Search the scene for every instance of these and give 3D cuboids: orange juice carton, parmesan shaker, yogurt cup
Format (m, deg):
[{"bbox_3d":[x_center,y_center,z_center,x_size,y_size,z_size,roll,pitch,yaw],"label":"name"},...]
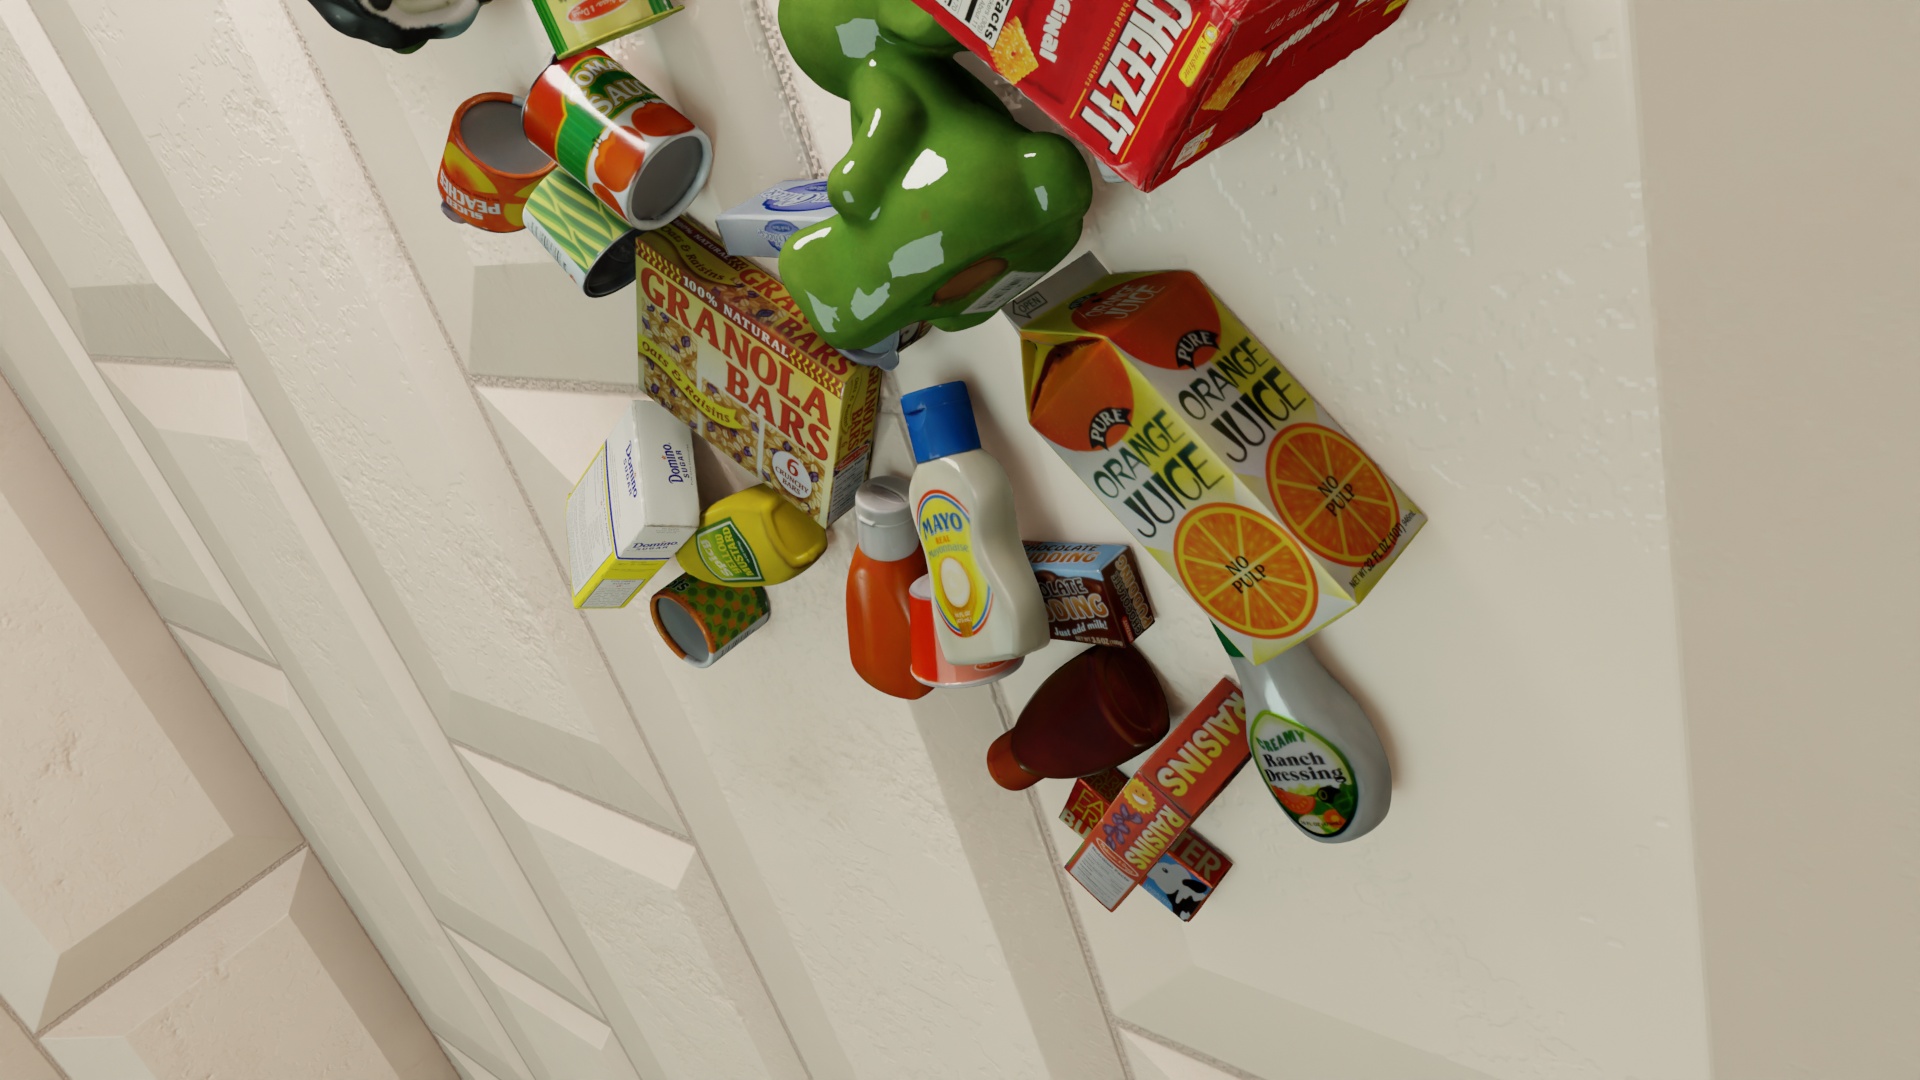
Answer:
[{"bbox_3d":[0.102,-0.046,0.612,0.193,0.072,0.072,47,143,4],"label":"orange juice carton"},{"bbox_3d":[-0.194,-0.308,0.706,0.071,0.071,0.102,1,120,46],"label":"parmesan shaker"},{"bbox_3d":[0.001,0.048,0.807,0.072,0.073,0.053,8,114,42],"label":"yogurt cup"}]

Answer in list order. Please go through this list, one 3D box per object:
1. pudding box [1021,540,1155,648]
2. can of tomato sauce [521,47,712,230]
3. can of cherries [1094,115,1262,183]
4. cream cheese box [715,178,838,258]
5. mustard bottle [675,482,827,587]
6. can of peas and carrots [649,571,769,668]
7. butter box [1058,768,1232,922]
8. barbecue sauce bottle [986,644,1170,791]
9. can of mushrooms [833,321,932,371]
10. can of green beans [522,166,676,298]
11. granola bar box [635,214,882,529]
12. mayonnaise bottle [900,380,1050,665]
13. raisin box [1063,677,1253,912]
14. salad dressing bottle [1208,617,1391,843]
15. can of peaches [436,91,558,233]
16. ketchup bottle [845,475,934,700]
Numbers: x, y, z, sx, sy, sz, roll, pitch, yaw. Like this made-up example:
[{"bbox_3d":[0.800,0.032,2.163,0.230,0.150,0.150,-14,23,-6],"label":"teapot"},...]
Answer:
[{"bbox_3d":[0.060,0.027,0.756,0.083,0.030,0.049,3,121,45],"label":"pudding box"},{"bbox_3d":[-0.189,-0.224,0.769,0.083,0.071,0.070,40,142,13],"label":"can of tomato sauce"},{"bbox_3d":[0.078,-0.178,0.531,0.071,0.072,0.058,-3,119,47],"label":"can of cherries"},{"bbox_3d":[-0.071,-0.164,0.707,0.104,0.053,0.024,12,131,40],"label":"cream cheese box"},{"bbox_3d":[-0.154,0.002,0.942,0.160,0.049,0.065,-12,108,50],"label":"mustard bottle"},{"bbox_3d":[-0.183,0.048,1.005,0.071,0.059,0.070,27,137,28],"label":"can of peas and carrots"},{"bbox_3d":[0.110,0.181,0.841,0.103,0.024,0.052,38,143,16],"label":"butter box"},{"bbox_3d":[0.062,0.111,0.813,0.065,0.044,0.148,64,147,13],"label":"barbecue sauce bottle"},{"bbox_3d":[-0.046,-0.126,0.731,0.071,0.033,0.070,27,137,28],"label":"can of mushrooms"},{"bbox_3d":[-0.216,-0.188,0.829,0.058,0.071,0.071,48,144,4],"label":"can of green beans"},{"bbox_3d":[-0.123,-0.101,0.829,0.166,0.039,0.123,36,142,19],"label":"granola bar box"},{"bbox_3d":[0.003,-0.009,0.741,0.064,0.041,0.148,-13,93,46],"label":"mayonnaise bottle"},{"bbox_3d":[0.112,0.139,0.751,0.040,0.086,0.122,41,143,15],"label":"raisin box"},{"bbox_3d":[0.161,0.077,0.681,0.064,0.044,0.147,-13,111,48],"label":"salad dressing bottle"},{"bbox_3d":[-0.287,-0.233,0.860,0.071,0.071,0.057,50,143,1],"label":"can of peaches"},{"bbox_3d":[-0.042,0.029,0.853,0.065,0.044,0.148,26,137,28],"label":"ketchup bottle"}]
